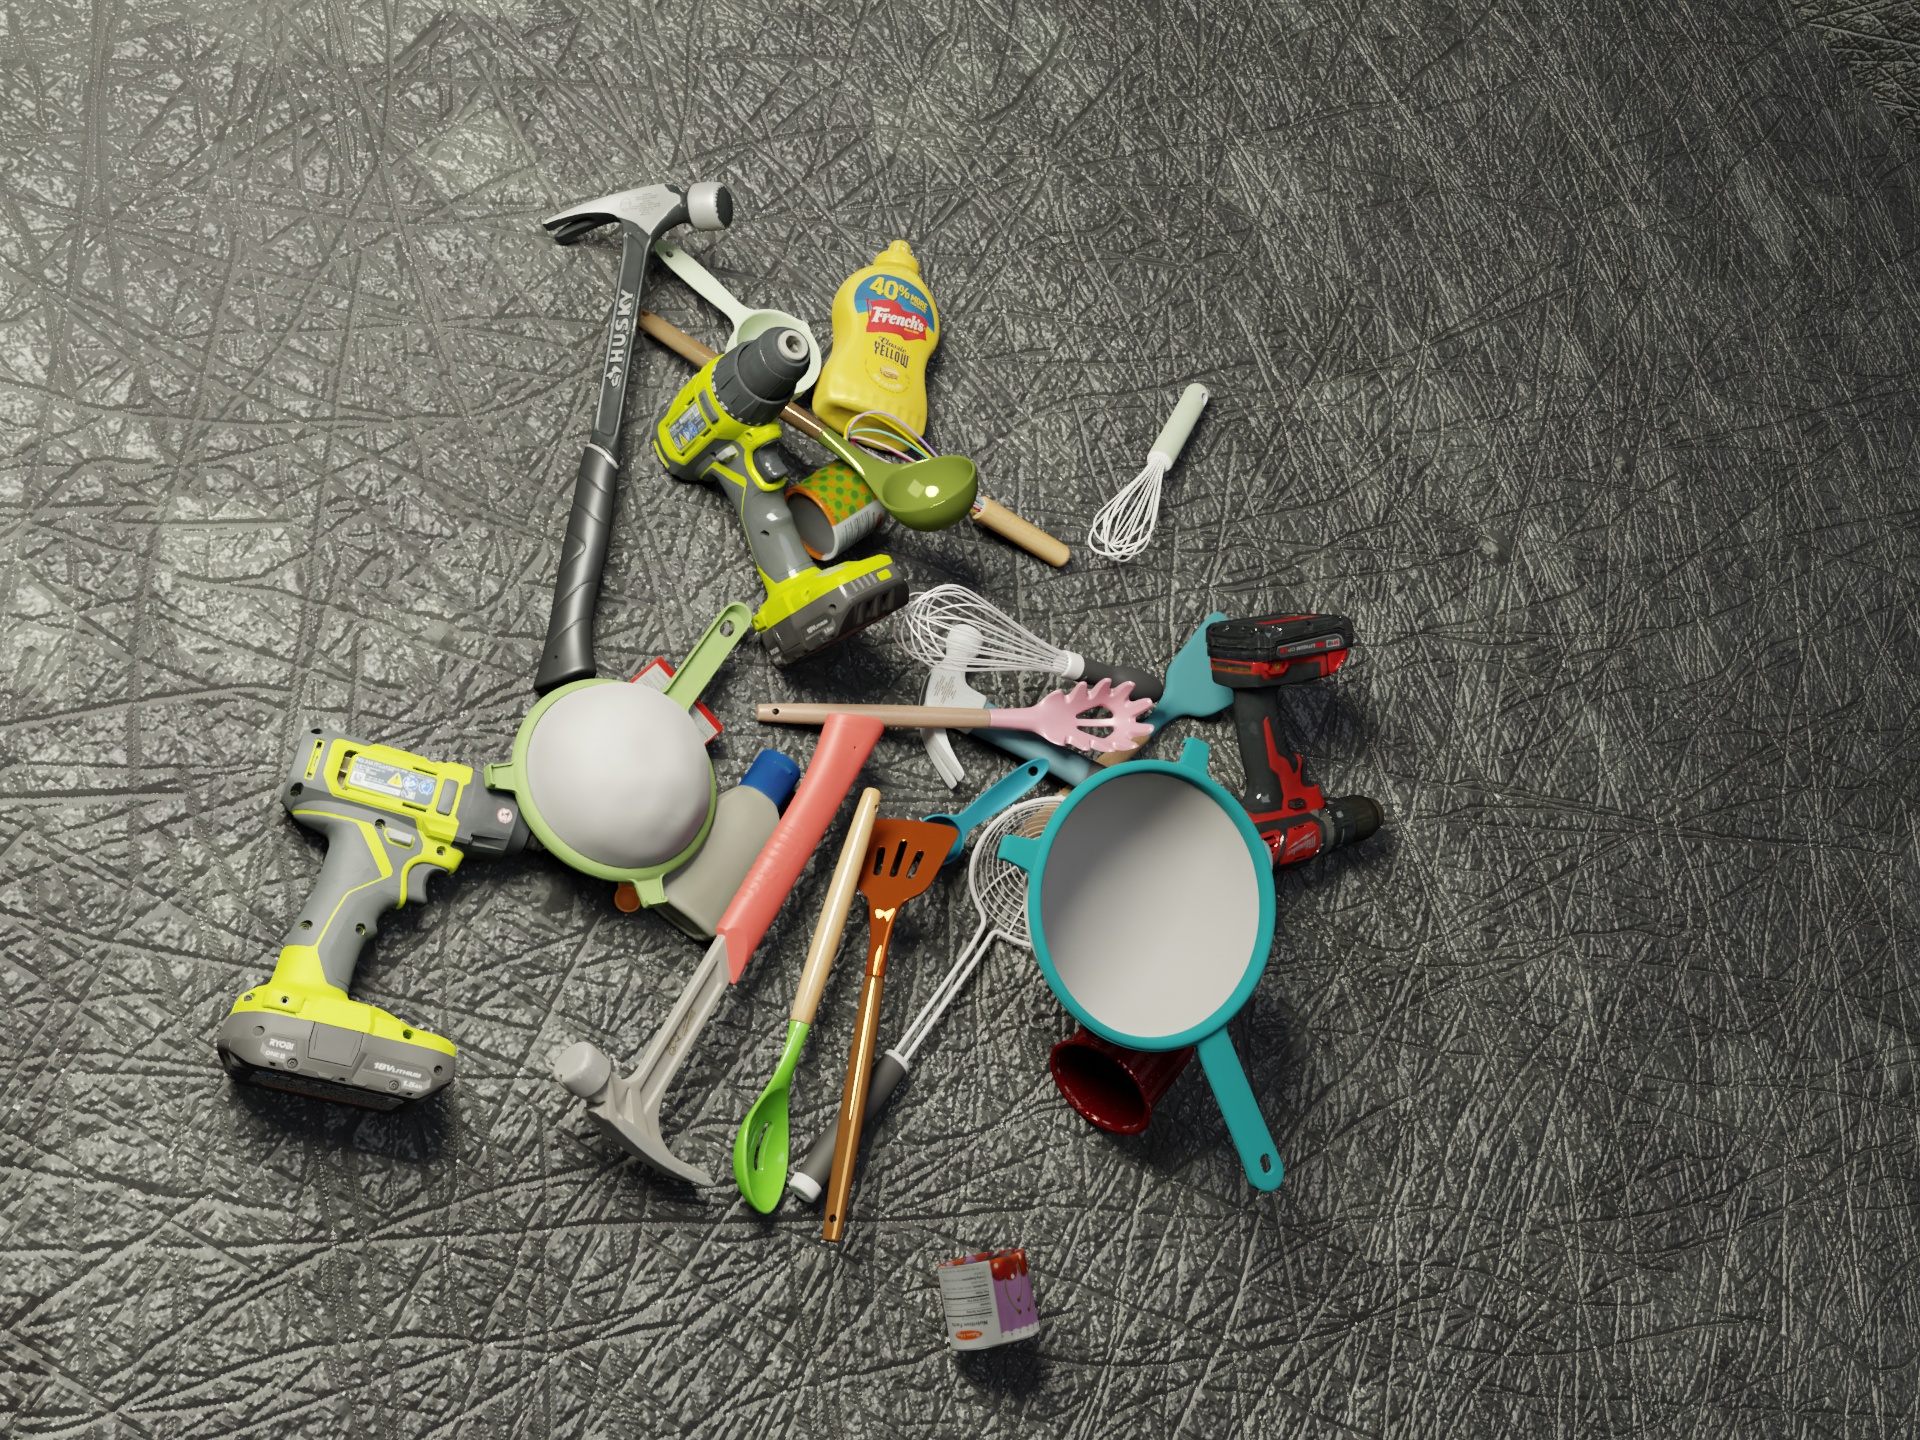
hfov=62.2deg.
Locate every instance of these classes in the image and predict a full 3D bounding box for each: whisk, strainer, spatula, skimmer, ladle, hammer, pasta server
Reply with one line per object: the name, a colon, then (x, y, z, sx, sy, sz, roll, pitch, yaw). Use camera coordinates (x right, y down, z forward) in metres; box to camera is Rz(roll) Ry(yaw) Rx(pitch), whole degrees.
whisk: (0.182, -0.236, 1.483, 0.246, 0.059, 0.057, -60, 142, -34)
strainer: (0.150, 0.196, 1.199, 0.211, 0.095, 0.340, -26, 97, -26)
spatula: (-0.064, 0.214, 1.159, 0.081, 0.041, 0.323, 4, 65, 10)
skimmer: (0.000, 0.207, 1.193, 0.127, 0.090, 0.363, 48, 57, -14)
whisk: (0.063, -0.051, 1.290, 0.284, 0.070, 0.070, 15, 66, -38)
spatula: (0.146, 0.020, 1.371, 0.317, 0.044, 0.082, -39, 92, -33)
strainer: (-0.203, -0.006, 1.121, 0.151, 0.069, 0.256, 41, 51, -14)
ladle: (-0.127, -0.246, 1.244, 0.320, 0.062, 0.078, 33, 53, 6)
hammer: (-0.270, -0.217, 1.192, 0.149, 0.036, 0.409, 2, 75, 16)
hammer: (0.115, 0.049, 1.317, 0.331, 0.033, 0.128, 28, 62, -6)
hammer: (-0.143, 0.142, 1.132, 0.149, 0.037, 0.359, 53, 52, -35)
whisk: (-0.002, -0.187, 1.347, 0.244, 0.051, 0.047, 27, 39, -32)
pasta server: (-0.002, -0.004, 1.258, 0.316, 0.040, 0.060, 1, 78, -15)

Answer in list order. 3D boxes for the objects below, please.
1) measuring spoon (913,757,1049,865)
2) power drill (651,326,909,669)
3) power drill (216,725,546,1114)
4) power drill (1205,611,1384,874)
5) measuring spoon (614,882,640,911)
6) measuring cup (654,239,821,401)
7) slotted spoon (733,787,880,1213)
measuring spoon: (0.016, 0.068, 1.264, 0.128, 0.021, 0.042, -35, 104, -4)
power drill: (-0.132, -0.169, 1.193, 0.080, 0.190, 0.228, -28, 93, -37)
power drill: (-0.366, 0.129, 1.021, 0.171, 0.080, 0.223, 19, 61, -23)
power drill: (0.301, 0.020, 1.410, 0.188, 0.080, 0.226, -9, 100, -32)
measuring spoon: (-0.246, 0.082, 1.146, 0.021, 0.011, 0.117, 4, 68, -35)
measuring cup: (-0.190, -0.326, 1.303, 0.167, 0.038, 0.083, 42, 58, -9)
slotted spoon: (-0.107, 0.194, 1.148, 0.070, 0.031, 0.314, 53, 49, -58)
